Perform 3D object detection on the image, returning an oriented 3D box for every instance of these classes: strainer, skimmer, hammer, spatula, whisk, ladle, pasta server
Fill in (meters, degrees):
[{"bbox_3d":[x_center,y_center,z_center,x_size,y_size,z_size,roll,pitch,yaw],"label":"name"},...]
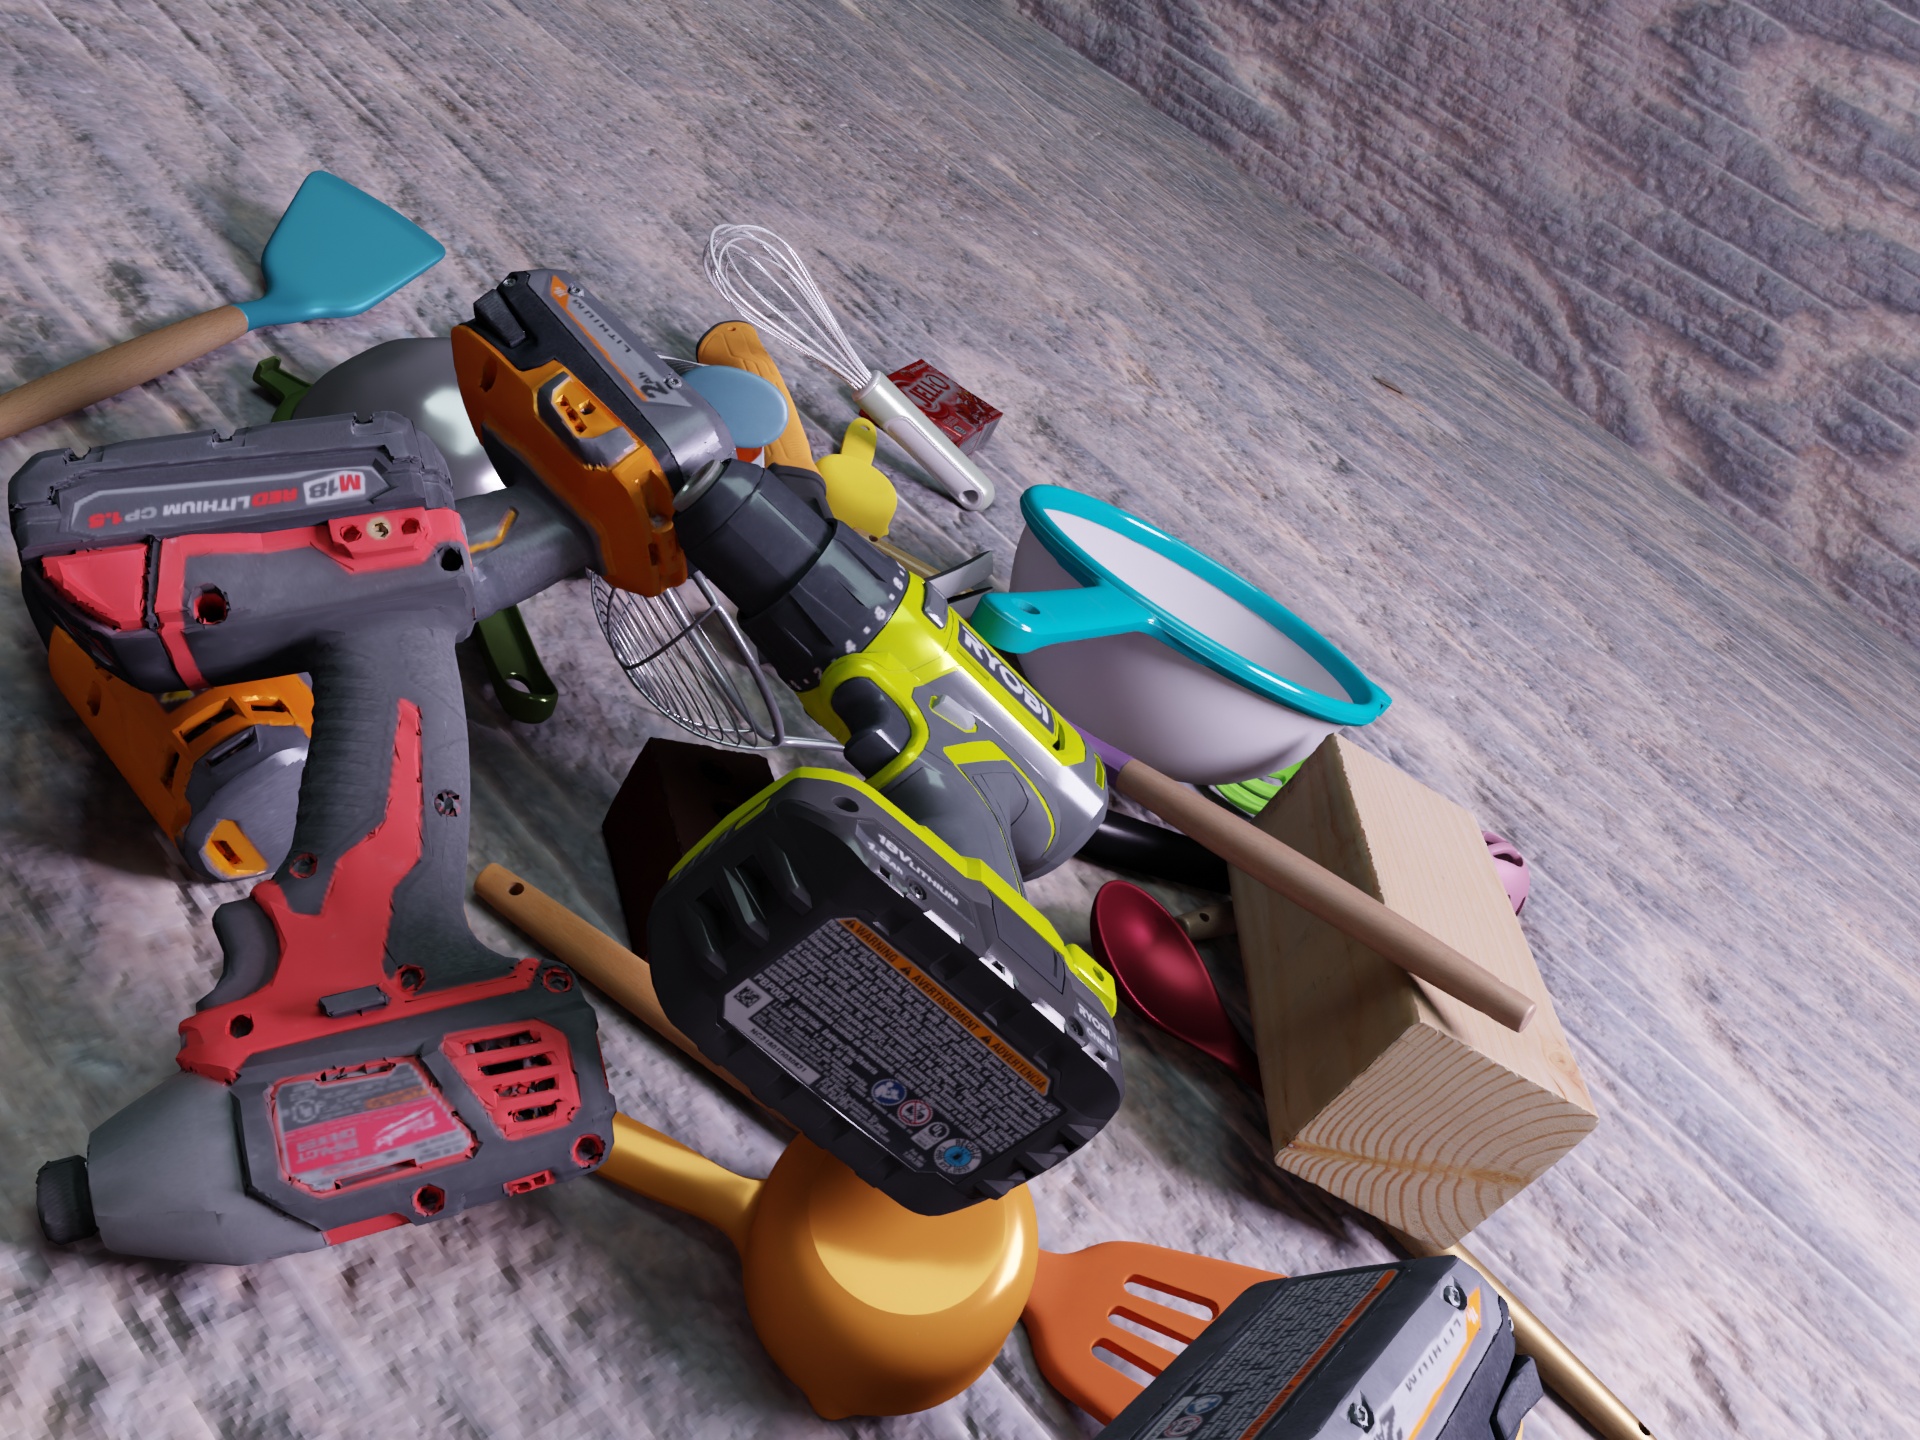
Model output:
[{"bbox_3d":[-0.215,-0.103,0.710,0.151,0.069,0.257,6,36,-37],"label":"strainer"},{"bbox_3d":[0.073,-0.023,0.765,0.211,0.095,0.340,38,21,19],"label":"strainer"},{"bbox_3d":[-0.001,-0.002,0.735,0.363,0.090,0.127,19,3,-24],"label":"skimmer"},{"bbox_3d":[-0.090,-0.147,0.894,0.127,0.034,0.337,-14,40,-11],"label":"hammer"},{"bbox_3d":[0.087,0.034,0.645,0.316,0.018,0.059,32,7,30],"label":"spatula"},{"bbox_3d":[-0.064,-0.212,0.981,0.246,0.058,0.059,41,41,-28],"label":"whisk"},{"bbox_3d":[-0.353,-0.190,0.742,0.082,0.044,0.318,32,30,-6],"label":"spatula"},{"bbox_3d":[-0.034,0.139,0.539,0.322,0.041,0.081,34,51,7],"label":"spatula"},{"bbox_3d":[0.166,0.187,0.668,0.315,0.031,0.069,44,30,18],"label":"ladle"},{"bbox_3d":[-0.147,-0.162,0.764,0.128,0.033,0.331,10,11,-24],"label":"hammer"},{"bbox_3d":[0.220,0.095,0.862,0.316,0.040,0.060,-5,45,-41],"label":"pasta server"}]

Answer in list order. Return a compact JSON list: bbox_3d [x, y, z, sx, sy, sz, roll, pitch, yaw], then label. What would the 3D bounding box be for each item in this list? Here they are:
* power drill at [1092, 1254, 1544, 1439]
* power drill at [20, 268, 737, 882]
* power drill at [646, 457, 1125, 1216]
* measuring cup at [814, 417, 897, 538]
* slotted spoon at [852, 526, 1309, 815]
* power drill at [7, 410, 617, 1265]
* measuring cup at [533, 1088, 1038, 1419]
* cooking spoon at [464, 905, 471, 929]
[{"bbox_3d":[0.135,0.259,0.409,0.185,0.084,0.226,-16,82,-51],"label":"power drill"},{"bbox_3d":[-0.210,-0.067,0.568,0.226,0.084,0.164,-38,68,-22],"label":"power drill"},{"bbox_3d":[-0.027,0.020,0.504,0.190,0.080,0.229,44,21,-21],"label":"power drill"},{"bbox_3d":[-0.062,-0.162,0.981,0.062,0.029,0.157,24,33,-13],"label":"measuring cup"},{"bbox_3d":[0.071,-0.027,0.905,0.314,0.031,0.070,31,39,2],"label":"slotted spoon"},{"bbox_3d":[-0.188,0.034,0.442,0.143,0.078,0.220,-12,77,-19],"label":"power drill"},{"bbox_3d":[-0.058,0.141,0.483,0.173,0.052,0.095,24,51,2],"label":"measuring cup"},{"bbox_3d":[-0.197,0.026,0.570,0.068,0.017,0.319,-12,50,-21],"label":"cooking spoon"}]
